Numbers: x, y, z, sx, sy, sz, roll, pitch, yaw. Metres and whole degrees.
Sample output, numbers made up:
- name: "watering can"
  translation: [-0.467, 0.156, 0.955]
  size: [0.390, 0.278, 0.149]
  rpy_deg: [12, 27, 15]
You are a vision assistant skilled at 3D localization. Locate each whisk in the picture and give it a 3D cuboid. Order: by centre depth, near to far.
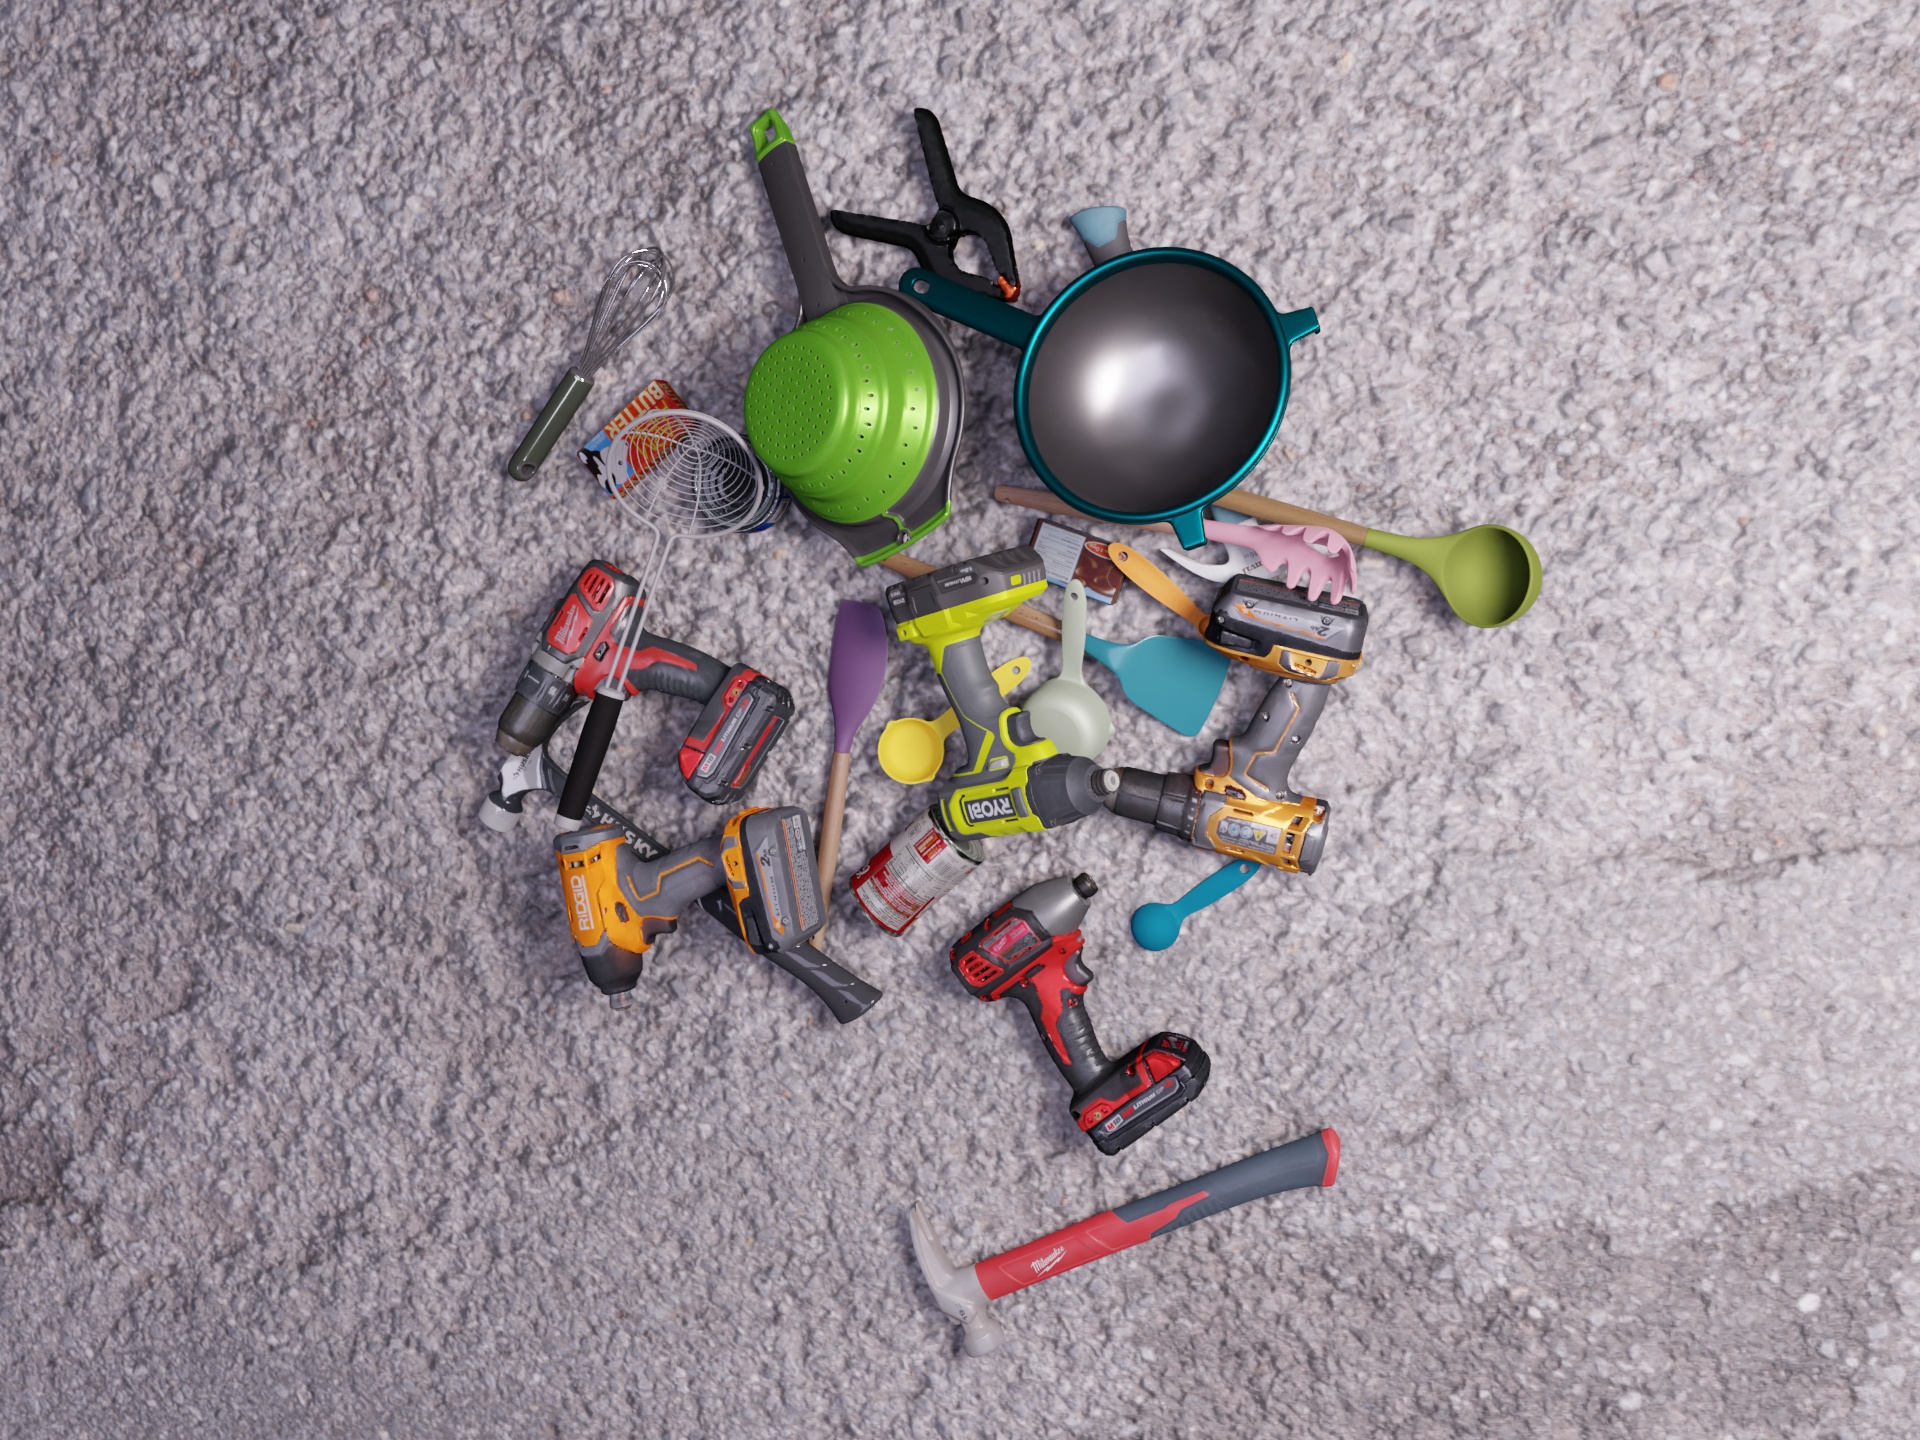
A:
- name: "whisk"
  translation: [-0.327, -0.309, 1.393]
  size: [0.246, 0.057, 0.059]
  rpy_deg: [-51, 50, 17]

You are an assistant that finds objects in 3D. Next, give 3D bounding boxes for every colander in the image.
- name: "colander"
  translation: [-0.127, -0.321, 1.270]
  size: [0.204, 0.094, 0.397]
  rpy_deg: [-26, 76, 36]

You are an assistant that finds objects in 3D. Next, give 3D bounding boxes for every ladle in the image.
- name: "ladle"
  translation: [0.285, -0.147, 1.224]
  size: [0.320, 0.062, 0.078]
  rpy_deg: [18, 110, 10]

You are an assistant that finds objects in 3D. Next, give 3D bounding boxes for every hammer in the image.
- name: "hammer"
  translation: [0.175, -0.262, 1.279]
  size: [0.128, 0.033, 0.331]
  rpy_deg: [-25, 91, 15]
- name: "hammer"
  translation: [0.142, 0.422, 1.377]
  size: [0.386, 0.038, 0.143]
  rpy_deg: [-27, 89, 16]
- name: "hammer"
  translation: [-0.241, 0.138, 1.424]
  size: [0.409, 0.036, 0.149]
  rpy_deg: [34, 103, 10]

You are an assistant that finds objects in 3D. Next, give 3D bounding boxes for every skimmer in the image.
- name: "skimmer"
  translation: [-0.267, -0.076, 1.299]
  size: [0.127, 0.090, 0.363]
  rpy_deg: [19, 95, -14]

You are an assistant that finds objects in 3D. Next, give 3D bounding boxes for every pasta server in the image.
- name: "pasta server"
  translation: [0.163, -0.151, 1.254]
  size: [0.316, 0.040, 0.060]
  rpy_deg: [14, 143, 27]

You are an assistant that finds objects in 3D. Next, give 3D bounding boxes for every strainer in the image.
- name: "strainer"
  translation: [0.103, -0.272, 1.238]
  size: [0.340, 0.095, 0.211]
  rpy_deg: [29, 94, 24]

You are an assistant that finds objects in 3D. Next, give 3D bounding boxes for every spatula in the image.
- name: "spatula"
  translation: [0.067, -0.082, 1.336]
  size: [0.317, 0.044, 0.082]
  rpy_deg: [24, 103, 14]
- name: "spatula"
  translation: [-0.106, 0.052, 1.395]
  size: [0.060, 0.018, 0.316]
  rpy_deg: [15, 102, 30]

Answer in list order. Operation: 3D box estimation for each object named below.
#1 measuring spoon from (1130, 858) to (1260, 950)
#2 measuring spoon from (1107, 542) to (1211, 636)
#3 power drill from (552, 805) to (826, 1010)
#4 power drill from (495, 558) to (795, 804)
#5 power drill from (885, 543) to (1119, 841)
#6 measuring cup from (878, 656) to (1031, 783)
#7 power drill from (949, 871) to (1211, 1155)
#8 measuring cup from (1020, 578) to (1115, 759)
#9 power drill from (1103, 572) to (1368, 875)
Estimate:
- name: "measuring spoon"
  translation: [0.197, 0.152, 1.334]
  size: [0.128, 0.021, 0.042]
  rpy_deg: [-36, 88, 17]
- name: "measuring spoon"
  translation: [0.165, -0.107, 1.298]
  size: [0.117, 0.011, 0.021]
  rpy_deg: [38, 93, -11]
- name: "power drill"
  translation: [-0.235, 0.161, 1.368]
  size: [0.226, 0.084, 0.164]
  rpy_deg: [-9, 92, 19]
- name: "power drill"
  translation: [-0.281, -0.012, 1.384]
  size: [0.227, 0.080, 0.188]
  rpy_deg: [32, 88, 10]
- name: "power drill"
  translation: [0.035, -0.019, 1.276]
  size: [0.171, 0.080, 0.223]
  rpy_deg: [-13, 95, 44]
- name: "measuring cup"
  translation: [-0.002, -0.004, 1.366]
  size: [0.156, 0.029, 0.062]
  rpy_deg: [-37, 89, 4]
- name: "power drill"
  translation: [0.106, 0.240, 1.344]
  size: [0.143, 0.078, 0.220]
  rpy_deg: [-40, 84, 15]
- name: "measuring cup"
  translation: [0.084, -0.033, 1.300]
  size: [0.083, 0.038, 0.167]
  rpy_deg: [14, 121, 23]
- name: "power drill"
  translation: [0.218, 0.002, 1.271]
  size: [0.185, 0.084, 0.226]
  rpy_deg: [13, 111, 10]
